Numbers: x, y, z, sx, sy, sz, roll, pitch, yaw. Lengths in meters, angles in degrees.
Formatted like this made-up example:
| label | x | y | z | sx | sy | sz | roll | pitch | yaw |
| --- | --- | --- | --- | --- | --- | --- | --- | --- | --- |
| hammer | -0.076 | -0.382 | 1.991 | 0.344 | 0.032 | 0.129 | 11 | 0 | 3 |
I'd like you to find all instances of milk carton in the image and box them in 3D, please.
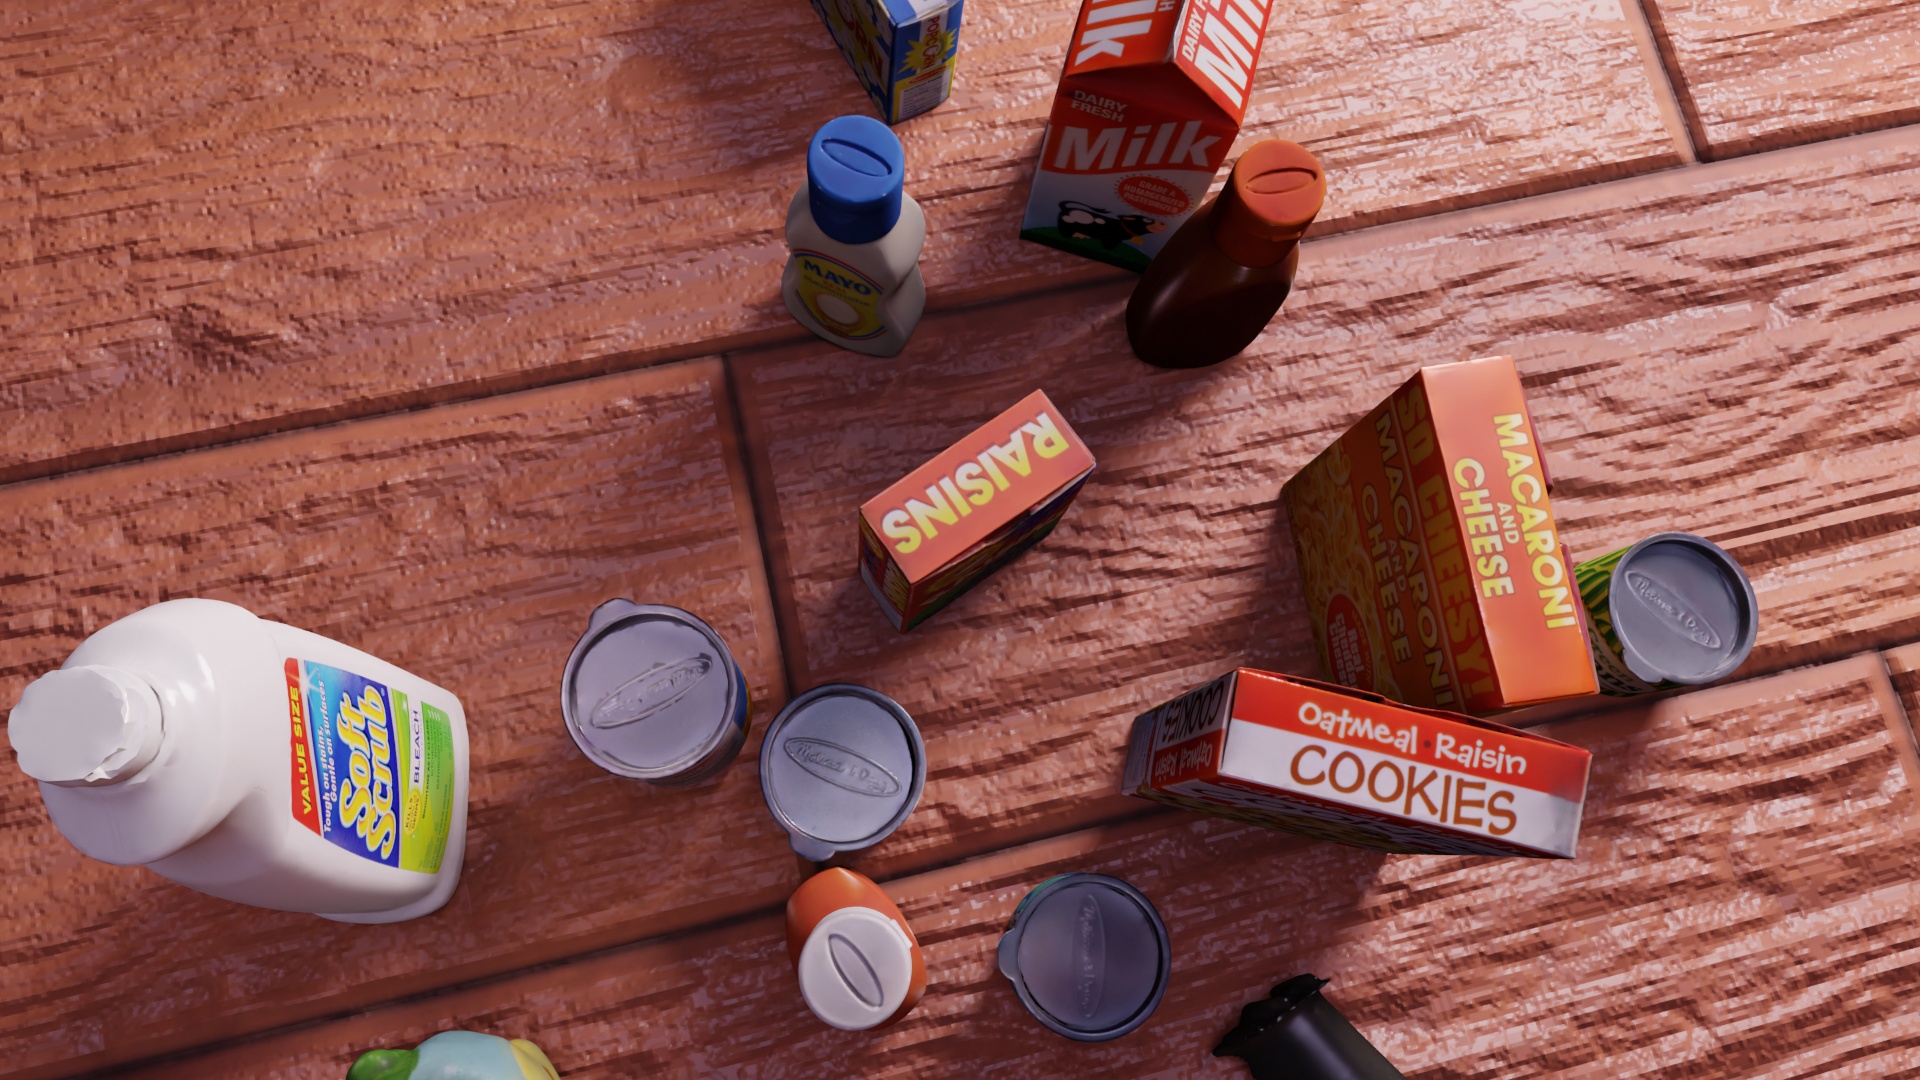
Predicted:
| label | x | y | z | sx | sy | sz | roll | pitch | yaw |
| --- | --- | --- | --- | --- | --- | --- | --- | --- | --- |
| milk carton | 0.077 | -0.186 | 0.581 | 0.073 | 0.190 | 0.072 | 16 | 77 | -1 |

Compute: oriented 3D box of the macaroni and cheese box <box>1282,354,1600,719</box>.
| label | x | y | z | sx | sy | sz | roll | pitch | yaw |
| --- | --- | --- | --- | --- | --- | --- | --- | --- | --- |
| macaroni and cheese box | 0.183 | 0.012 | 0.555 | 0.040 | 0.166 | 0.124 | -8 | 78 | -6 |

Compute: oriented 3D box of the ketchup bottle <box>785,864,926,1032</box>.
| label | x | y | z | sx | sy | sz | roll | pitch | yaw |
| --- | --- | --- | --- | --- | --- | --- | --- | --- | --- |
| ketchup bottle | -0.039 | 0.152 | 0.514 | 0.043 | 0.148 | 0.065 | -35 | 82 | -11 |

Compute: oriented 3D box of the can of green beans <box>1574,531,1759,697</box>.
| label | x | y | z | sx | sy | sz | roll | pitch | yaw |
| --- | --- | --- | --- | --- | --- | --- | --- | --- | --- |
| can of green beans | 0.304 | 0.034 | 0.616 | 0.071 | 0.057 | 0.071 | 1 | 77 | -4 |

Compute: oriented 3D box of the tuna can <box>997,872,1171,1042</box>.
| label | x | y | z | sx | sy | sz | roll | pitch | yaw |
| --- | --- | --- | --- | --- | --- | --- | --- | --- | --- |
| tuna can | 0.049 | 0.171 | 0.576 | 0.071 | 0.032 | 0.071 | 1 | 77 | -4 |

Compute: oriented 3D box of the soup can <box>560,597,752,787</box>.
| label | x | y | z | sx | sy | sz | roll | pitch | yaw |
| --- | --- | --- | --- | --- | --- | --- | --- | --- | --- |
| soup can | -0.121 | 0.063 | 0.561 | 0.071 | 0.083 | 0.071 | 1 | 77 | -4 |

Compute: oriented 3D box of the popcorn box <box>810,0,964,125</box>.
| label | x | y | z | sx | sy | sz | roll | pitch | yaw |
| --- | --- | --- | --- | --- | --- | --- | --- | --- | --- |
| popcorn box | -0.047 | -0.269 | 0.644 | 0.038 | 0.085 | 0.127 | -29 | 81 | -10 |

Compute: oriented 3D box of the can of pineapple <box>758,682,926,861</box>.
| label | x | y | z | sx | sy | sz | roll | pitch | yaw |
| --- | --- | --- | --- | --- | --- | --- | --- | --- | --- |
| can of pineapple | -0.050 | 0.096 | 0.573 | 0.071 | 0.057 | 0.071 | 1 | 77 | -4 |

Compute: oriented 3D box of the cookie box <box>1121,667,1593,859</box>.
| label | x | y | z | sx | sy | sz | roll | pitch | yaw |
| --- | --- | --- | --- | --- | --- | --- | --- | --- | --- |
| cookie box | 0.140 | 0.089 | 0.533 | 0.123 | 0.167 | 0.040 | 13 | 77 | -2 |

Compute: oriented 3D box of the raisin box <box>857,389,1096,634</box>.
| label | x | y | z | sx | sy | sz | roll | pitch | yaw |
| --- | --- | --- | --- | --- | --- | --- | --- | --- | --- |
| raisin box | 0.002 | -0.007 | 0.567 | 0.086 | 0.123 | 0.040 | -33 | 82 | -11 |

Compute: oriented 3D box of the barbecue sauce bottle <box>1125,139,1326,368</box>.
| label | x | y | z | sx | sy | sz | roll | pitch | yaw |
| --- | --- | --- | --- | --- | --- | --- | --- | --- | --- |
| barbecue sauce bottle | 0.114 | -0.117 | 0.589 | 0.065 | 0.148 | 0.044 | -10 | 78 | -7 |

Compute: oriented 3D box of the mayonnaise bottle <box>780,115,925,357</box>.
| label | x | y | z | sx | sy | sz | roll | pitch | yaw |
| --- | --- | --- | --- | --- | --- | --- | --- | --- | --- |
| mayonnaise bottle | -0.044 | -0.124 | 0.578 | 0.065 | 0.147 | 0.041 | 24 | 77 | 1 |
